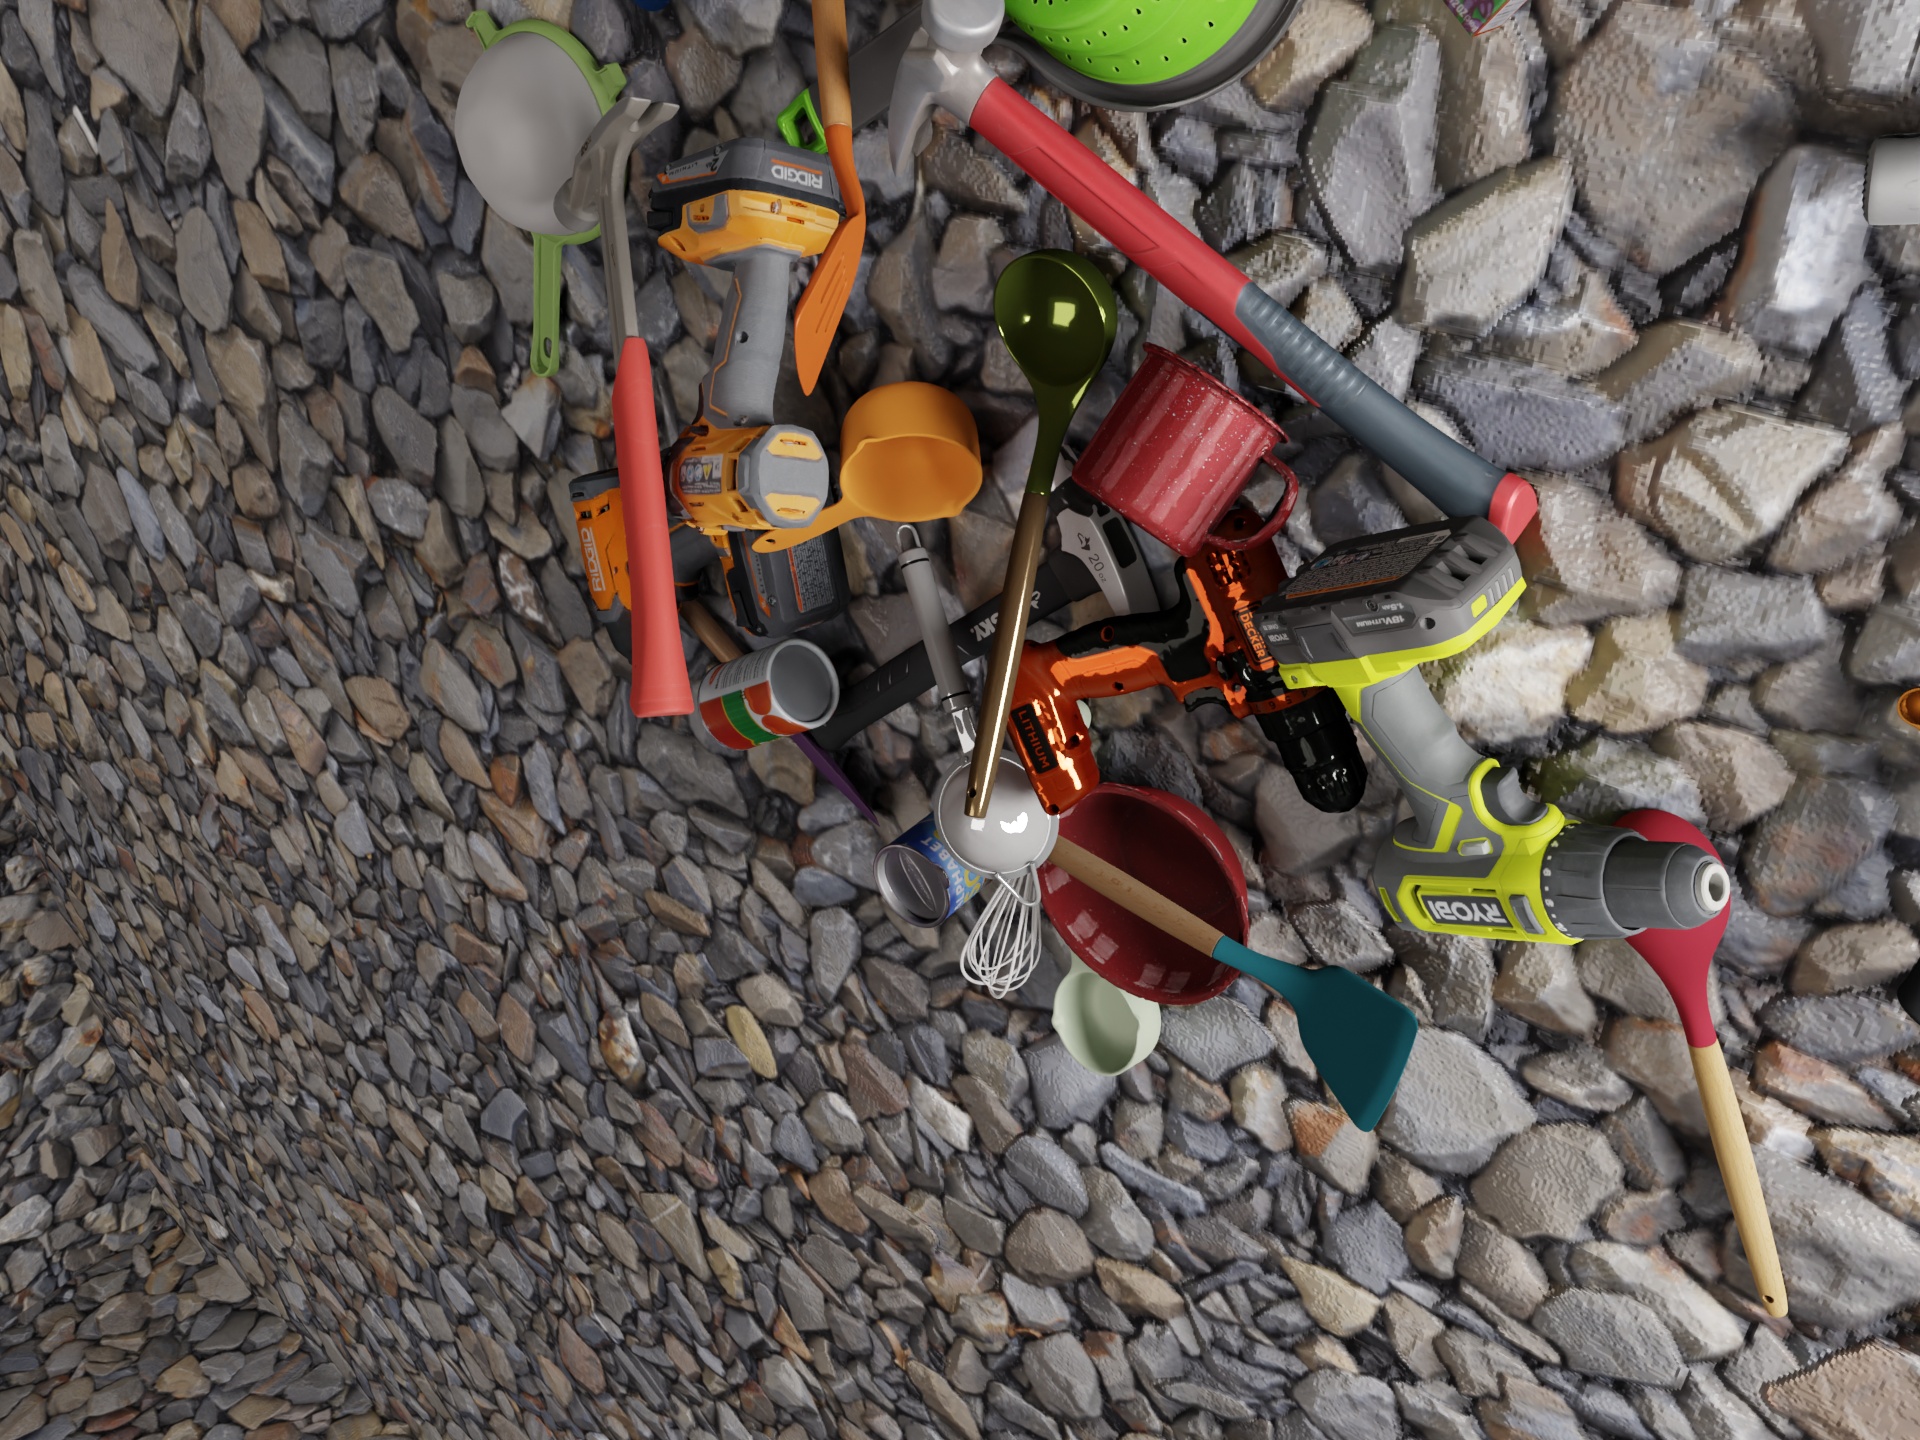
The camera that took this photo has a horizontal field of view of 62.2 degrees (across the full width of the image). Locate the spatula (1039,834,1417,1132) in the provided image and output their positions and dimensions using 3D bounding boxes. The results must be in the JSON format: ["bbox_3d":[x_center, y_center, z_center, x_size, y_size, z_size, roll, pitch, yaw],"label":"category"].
[{"bbox_3d":[0.130,0.126,0.964,0.318,0.044,0.082,29,118,27],"label":"spatula"}]

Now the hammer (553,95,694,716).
[{"bbox_3d":[-0.194,-0.182,0.966,0.149,0.036,0.359,-13,83,58],"label":"hammer"}]

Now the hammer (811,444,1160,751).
[{"bbox_3d":[0.000,-0.045,1.065,0.335,0.035,0.146,-30,93,47],"label":"hammer"}]

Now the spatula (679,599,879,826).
[{"bbox_3d":[-0.165,-0.036,1.220,0.316,0.018,0.059,48,172,12],"label":"spatula"}]

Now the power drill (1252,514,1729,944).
[{"bbox_3d":[0.264,0.017,0.805,0.190,0.080,0.228,-6,119,58],"label":"power drill"}]

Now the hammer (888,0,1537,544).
[{"bbox_3d":[0.125,-0.210,0.805,0.386,0.038,0.143,39,164,-1],"label":"hammer"}]

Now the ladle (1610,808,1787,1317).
[{"bbox_3d":[0.405,0.194,0.859,0.069,0.031,0.315,-6,112,46],"label":"ladle"}]

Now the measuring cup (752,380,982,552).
[{"bbox_3d":[-0.065,-0.156,1.003,0.173,0.095,0.052,-20,57,31],"label":"measuring cup"}]

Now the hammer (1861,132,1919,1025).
[{"bbox_3d":[0.446,-0.037,0.666,0.149,0.036,0.408,9,118,34],"label":"hammer"}]

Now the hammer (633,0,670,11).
[{"bbox_3d":[-0.071,-0.467,0.821,0.406,0.035,0.144,-1,78,54],"label":"hammer"}]

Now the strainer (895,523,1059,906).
[{"bbox_3d":[-0.002,-0.003,1.010,0.087,0.050,0.258,-20,83,26],"label":"strainer"}]

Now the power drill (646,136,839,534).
[{"bbox_3d":[-0.152,-0.230,0.997,0.185,0.084,0.226,7,95,50],"label":"power drill"}]

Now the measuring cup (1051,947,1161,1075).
[{"bbox_3d":[0.096,0.162,1.112,0.083,0.038,0.167,-12,89,46],"label":"measuring cup"}]

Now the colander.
[{"bbox_3d":[0.009,-0.377,0.813,0.397,0.094,0.204,-15,104,45],"label":"colander"}]

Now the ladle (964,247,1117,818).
[{"bbox_3d":[0.030,-0.103,0.894,0.078,0.062,0.320,12,92,39],"label":"ladle"}]

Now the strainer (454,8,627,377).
[{"bbox_3d":[-0.313,-0.358,1.127,0.152,0.069,0.256,30,130,25],"label":"strainer"}]

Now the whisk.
[{"bbox_3d":[0.048,0.091,1.088,0.059,0.057,0.246,-110,30,-55],"label":"whisk"}]

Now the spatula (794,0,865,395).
[{"bbox_3d":[-0.076,-0.335,0.848,0.081,0.041,0.323,92,173,-76],"label":"spatula"}]

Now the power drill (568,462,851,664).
[{"bbox_3d":[-0.187,-0.107,1.145,0.226,0.084,0.164,1,107,41],"label":"power drill"}]

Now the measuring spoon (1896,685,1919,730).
[{"bbox_3d":[0.463,0.032,0.723,0.021,0.011,0.117,-32,95,41],"label":"measuring spoon"}]
